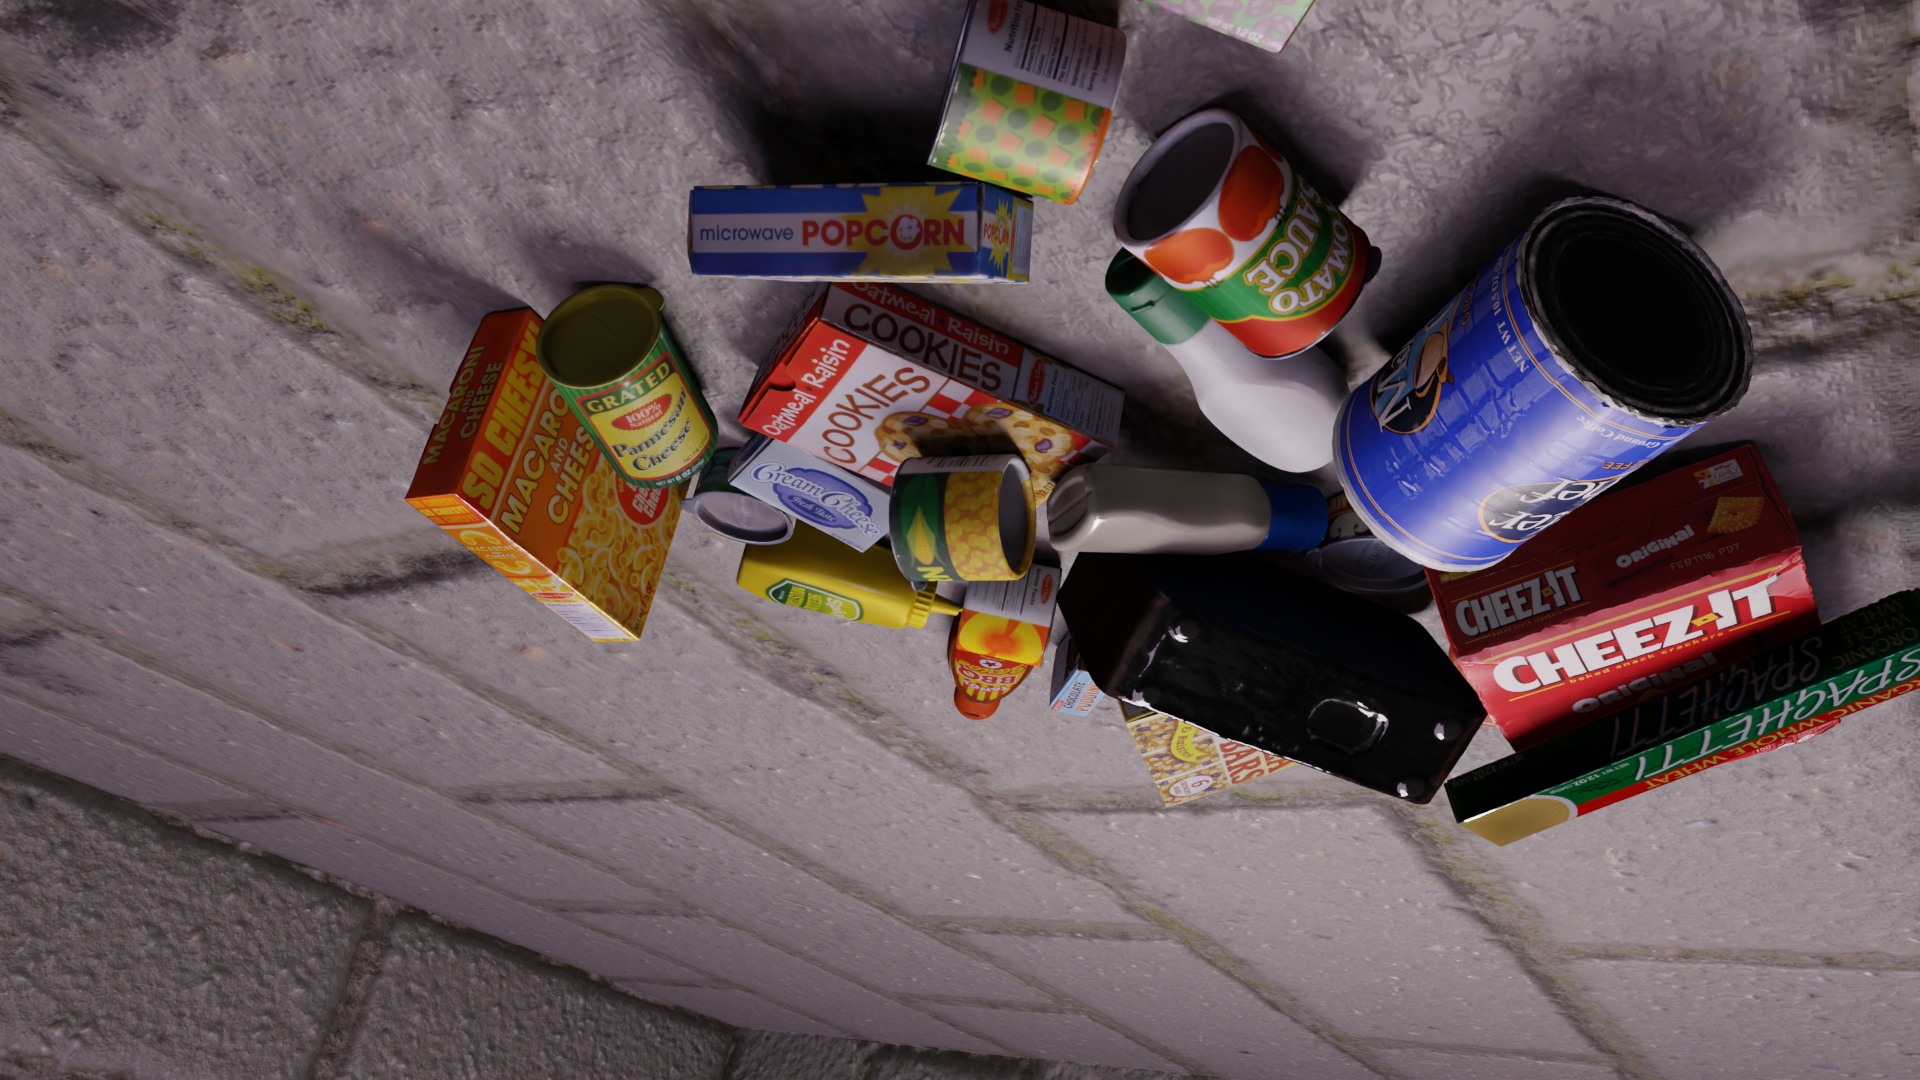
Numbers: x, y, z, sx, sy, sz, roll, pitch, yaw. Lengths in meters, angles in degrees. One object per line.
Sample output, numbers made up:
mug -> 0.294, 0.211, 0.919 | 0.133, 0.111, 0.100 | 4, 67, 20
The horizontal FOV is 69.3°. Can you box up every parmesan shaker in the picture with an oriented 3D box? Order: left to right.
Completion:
parmesan shaker -> -0.174, -0.082, 0.750 | 0.071, 0.071, 0.102 | 5, 152, 13

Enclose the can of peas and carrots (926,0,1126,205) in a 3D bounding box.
can of peas and carrots -> 0.023, -0.163, 0.516 | 0.059, 0.071, 0.070 | 15, 152, -7

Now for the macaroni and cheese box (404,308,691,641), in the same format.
macaroni and cheese box -> -0.229, -0.033, 0.799 | 0.040, 0.124, 0.166 | -4, 148, 26

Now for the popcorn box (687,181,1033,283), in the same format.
popcorn box -> -0.040, -0.129, 0.589 | 0.127, 0.038, 0.085 | 3, -171, 16

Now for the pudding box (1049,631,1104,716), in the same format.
pudding box -> 0.088, 0.087, 0.975 | 0.030, 0.050, 0.083 | 14, 152, -6

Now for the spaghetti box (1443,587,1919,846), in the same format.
spaghetti box -> 0.371, 0.096, 0.711 | 0.050, 0.029, 0.249 | 28, 132, -36

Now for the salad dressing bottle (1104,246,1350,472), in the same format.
salad dressing bottle -> 0.126, -0.086, 0.644 | 0.064, 0.044, 0.147 | -14, 142, 43

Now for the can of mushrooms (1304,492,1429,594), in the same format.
can of mushrooms -> 0.229, 0.001, 0.774 | 0.071, 0.033, 0.070 | 9, 153, 5

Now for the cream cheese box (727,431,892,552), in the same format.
cream cheese box -> -0.082, -0.034, 0.831 | 0.104, 0.024, 0.053 | 29, 130, -29

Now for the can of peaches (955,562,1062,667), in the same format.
can of peaches -> 0.031, 0.046, 0.902 | 0.058, 0.071, 0.071 | 12, 152, 2

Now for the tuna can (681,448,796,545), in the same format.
tuna can -> -0.136, -0.027, 0.869 | 0.071, 0.033, 0.070 | 9, 152, 5

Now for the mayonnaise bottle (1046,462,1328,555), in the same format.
mayonnaise bottle -> 0.124, -0.015, 0.738 | 0.148, 0.041, 0.064 | 2, 162, -21

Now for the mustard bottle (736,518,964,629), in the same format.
mustard bottle -> -0.067, 0.028, 0.927 | 0.160, 0.049, 0.065 | 16, 155, -6

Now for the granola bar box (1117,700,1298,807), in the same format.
granola bar box -> 0.183, 0.124, 0.969 | 0.124, 0.039, 0.165 | -21, 146, 6

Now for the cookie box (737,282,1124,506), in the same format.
cookie box -> -0.018, -0.069, 0.735 | 0.167, 0.040, 0.122 | 22, 151, -18

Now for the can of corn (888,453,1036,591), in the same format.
can of corn -> 0.003, -0.009, 0.720 | 0.058, 0.071, 0.071 | -2, 149, 21

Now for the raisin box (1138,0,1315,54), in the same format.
raisin box -> 0.089, -0.216, 0.419 | 0.086, 0.040, 0.122 | 18, 151, -9

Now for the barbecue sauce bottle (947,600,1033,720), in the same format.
barbecue sauce bottle -> 0.020, 0.090, 1.015 | 0.065, 0.044, 0.148 | 11, 153, -1

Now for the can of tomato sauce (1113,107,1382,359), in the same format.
can of tomato sauce -> 0.114, -0.122, 0.554 | 0.083, 0.071, 0.071 | 31, 147, -31

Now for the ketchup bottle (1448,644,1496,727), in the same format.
ketchup bottle -> 0.328, 0.066, 0.847 | 0.064, 0.044, 0.148 | -7, 147, 22
